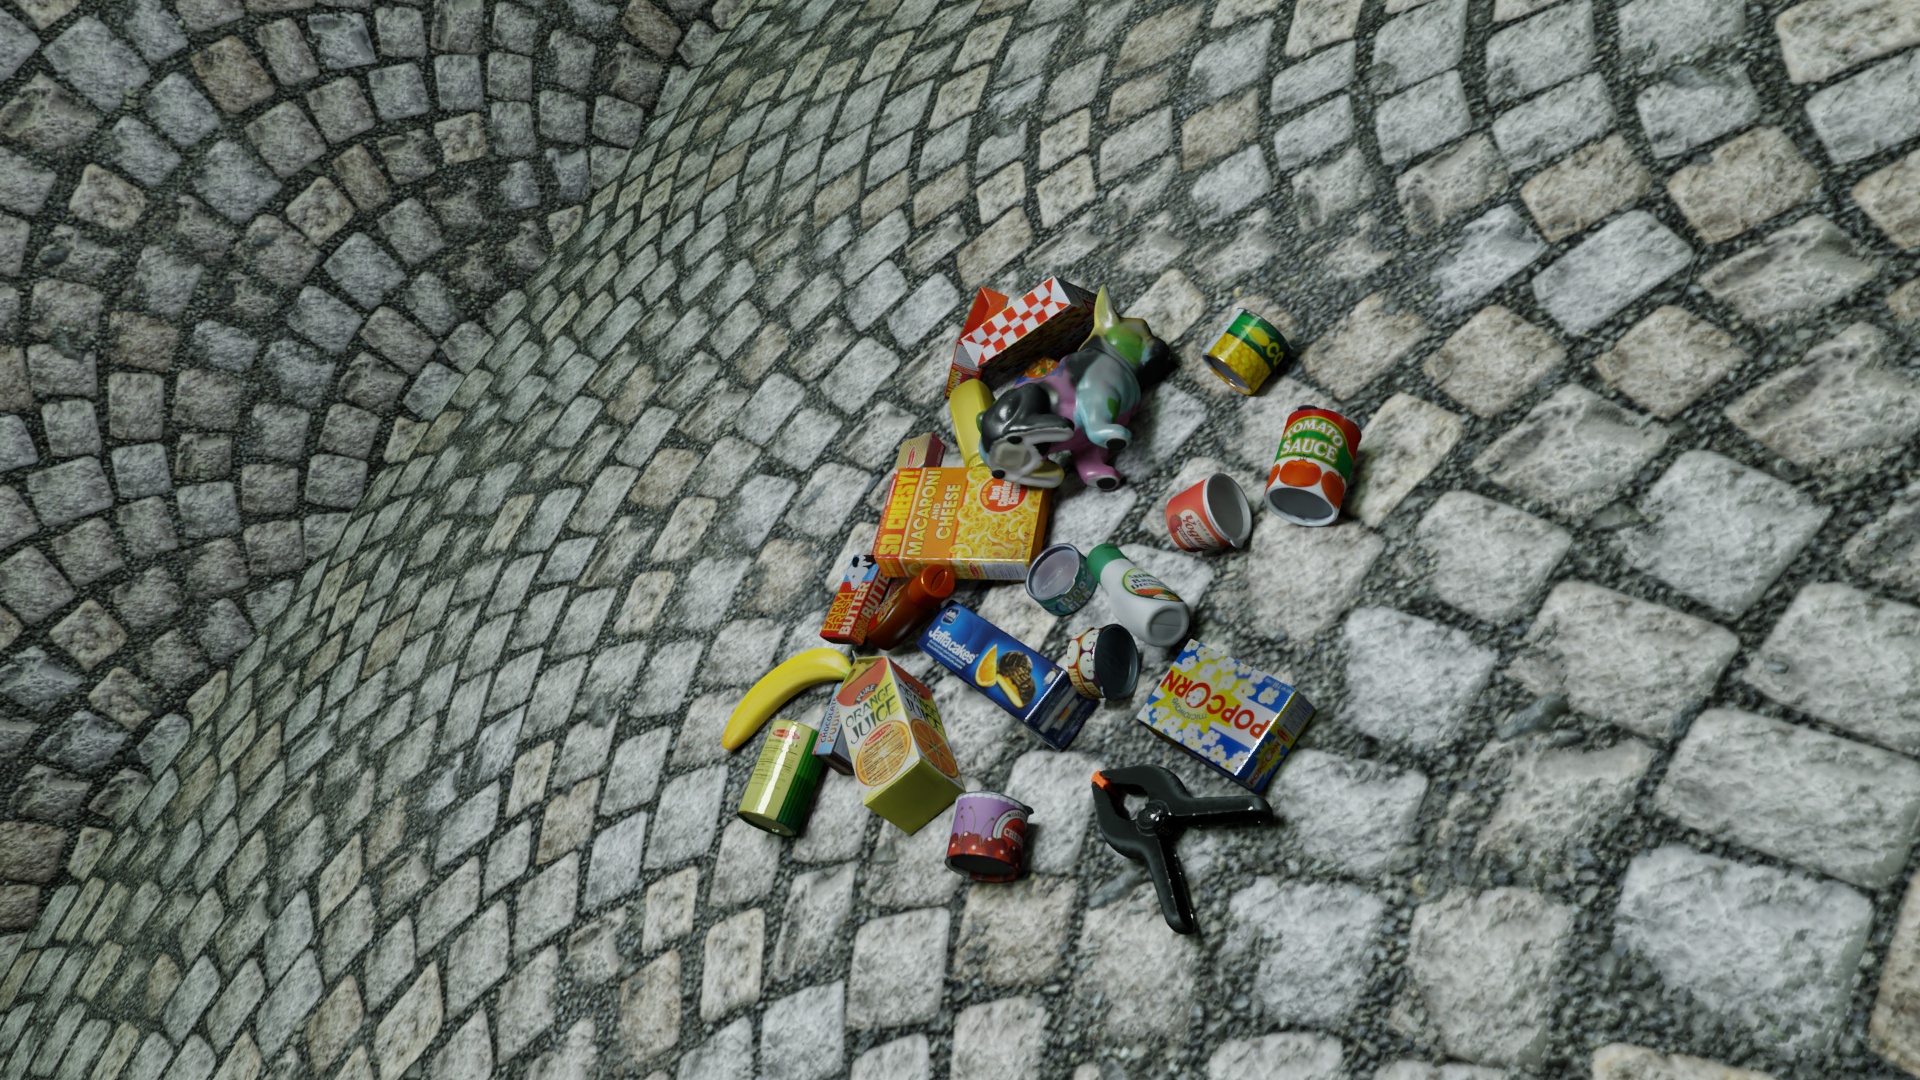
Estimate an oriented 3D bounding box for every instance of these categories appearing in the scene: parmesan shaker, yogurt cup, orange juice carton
[{"bbox_3d":[-0.184,0.245,1.432,0.071,0.071,0.103,-7,53,43],"label":"parmesan shaker"},{"bbox_3d":[0.224,-0.022,1.264,0.053,0.072,0.073,-24,41,42],"label":"yogurt cup"},{"bbox_3d":[-0.066,0.185,1.362,0.073,0.071,0.193,-39,37,12],"label":"orange juice carton"}]

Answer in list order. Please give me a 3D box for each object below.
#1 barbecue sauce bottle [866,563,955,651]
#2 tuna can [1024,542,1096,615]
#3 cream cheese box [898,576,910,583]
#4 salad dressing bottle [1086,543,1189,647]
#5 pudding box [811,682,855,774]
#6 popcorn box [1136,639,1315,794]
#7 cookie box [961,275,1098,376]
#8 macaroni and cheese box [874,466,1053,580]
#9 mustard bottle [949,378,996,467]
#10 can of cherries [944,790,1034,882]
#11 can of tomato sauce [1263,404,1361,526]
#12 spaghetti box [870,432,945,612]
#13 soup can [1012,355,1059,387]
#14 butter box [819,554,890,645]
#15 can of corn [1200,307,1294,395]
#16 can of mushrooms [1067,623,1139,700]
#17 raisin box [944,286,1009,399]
[{"bbox_3d":[-0.049,0.065,1.428,0.065,0.043,0.148,-57,8,-30],"label":"barbecue sauce bottle"},{"bbox_3d":[0.100,0.039,1.360,0.071,0.032,0.071,-27,40,26],"label":"tuna can"},{"bbox_3d":[-0.039,0.013,1.512,0.024,0.053,0.104,-20,44,28],"label":"cream cheese box"},{"bbox_3d":[0.158,0.047,1.274,0.148,0.064,0.043,-128,47,-61],"label":"salad dressing bottle"},{"bbox_3d":[-0.114,0.192,1.424,0.030,0.049,0.084,-8,52,40],"label":"pudding box"},{"bbox_3d":[0.216,0.142,1.138,0.085,0.038,0.127,-54,36,-7],"label":"popcorn box"},{"bbox_3d":[0.088,-0.233,1.530,0.122,0.168,0.040,-32,80,20],"label":"cookie box"},{"bbox_3d":[0.005,-0.018,1.455,0.166,0.040,0.124,0,54,18],"label":"macaroni and cheese box"},{"bbox_3d":[0.023,-0.110,1.556,0.048,0.065,0.161,-28,44,20],"label":"mustard bottle"},{"bbox_3d":[0.025,0.258,1.205,0.071,0.071,0.059,-17,46,36],"label":"can of cherries"},{"bbox_3d":[0.306,-0.065,1.211,0.071,0.071,0.083,-3,55,45],"label":"can of tomato sauce"},{"bbox_3d":[-0.068,-0.015,1.589,0.050,0.028,0.251,-16,46,36],"label":"spaghetti box"},{"bbox_3d":[0.087,-0.150,1.524,0.071,0.071,0.084,15,68,51],"label":"soup can"},{"bbox_3d":[-0.112,0.065,1.512,0.053,0.024,0.104,-3,57,46],"label":"butter box"},{"bbox_3d":[0.280,-0.182,1.355,0.058,0.071,0.071,-50,36,-2],"label":"can of corn"},{"bbox_3d":[0.126,0.110,1.237,0.033,0.071,0.071,-10,51,42],"label":"can of mushrooms"},{"bbox_3d":[0.017,-0.226,1.630,0.123,0.040,0.086,107,-177,-64],"label":"raisin box"}]
